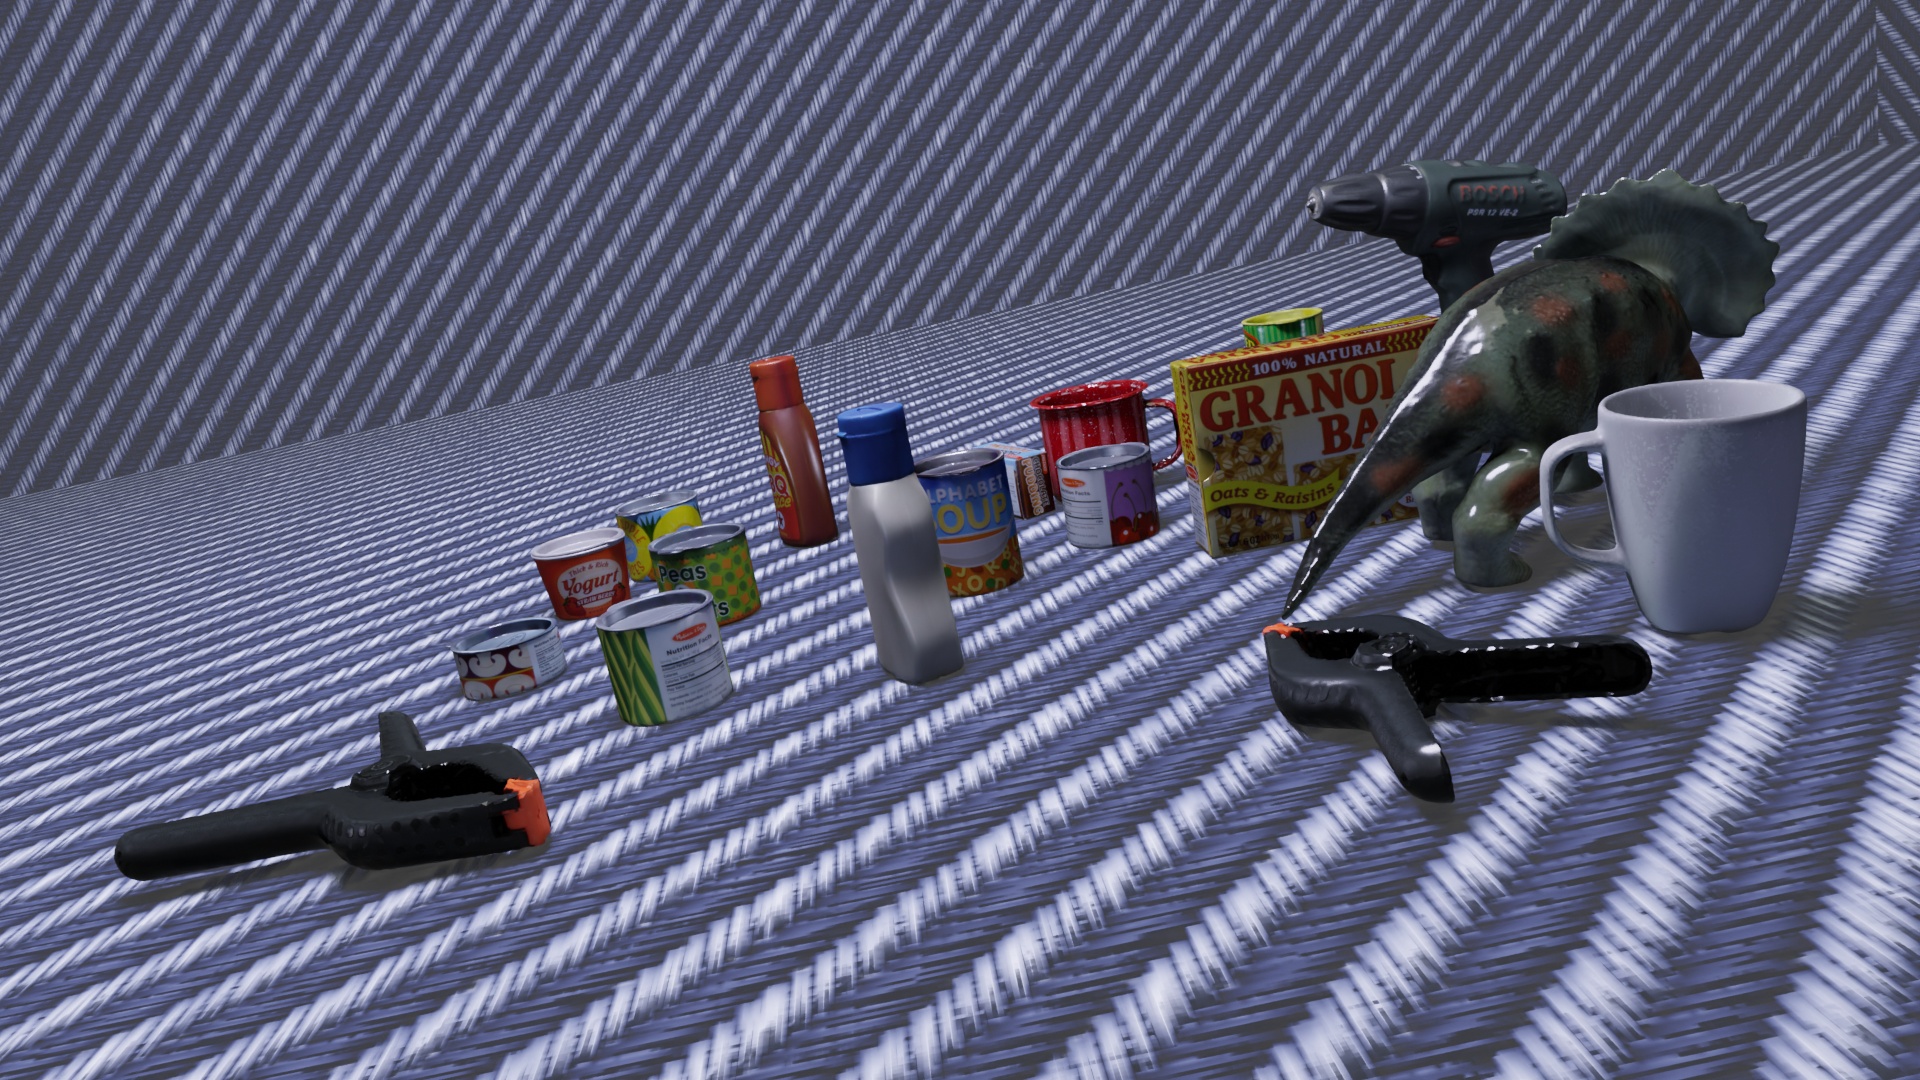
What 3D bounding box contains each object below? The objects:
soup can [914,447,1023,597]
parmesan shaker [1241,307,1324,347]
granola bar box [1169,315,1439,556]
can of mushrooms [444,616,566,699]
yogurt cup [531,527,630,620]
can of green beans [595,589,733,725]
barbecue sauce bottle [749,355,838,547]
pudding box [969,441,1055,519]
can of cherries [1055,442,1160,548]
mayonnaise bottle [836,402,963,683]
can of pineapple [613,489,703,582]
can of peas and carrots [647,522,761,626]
[{"bbox_3d":[0.003,-0.011,0.905,0.071,0.083,0.071,-10,14,3],"label":"soup can"},{"bbox_3d":[0.274,-0.137,1.159,0.071,0.102,0.071,-10,14,3],"label":"parmesan shaker"},{"bbox_3d":[0.225,-0.066,0.878,0.166,0.124,0.039,-11,14,-3],"label":"granola bar box"},{"bbox_3d":[-0.288,0.074,0.883,0.071,0.033,0.071,-10,14,3],"label":"can of mushrooms"},{"bbox_3d":[-0.276,0.025,1.024,0.072,0.053,0.072,-10,14,3],"label":"yogurt cup"},{"bbox_3d":[-0.166,0.065,0.782,0.071,0.057,0.071,-10,14,3],"label":"can of green beans"},{"bbox_3d":[-0.134,-0.071,1.105,0.044,0.148,0.065,-17,15,-23],"label":"barbecue sauce bottle"},{"bbox_3d":[0.038,-0.048,1.092,0.030,0.049,0.084,-17,15,-24],"label":"pudding box"},{"bbox_3d":[0.105,-0.032,0.964,0.071,0.058,0.071,-10,14,3],"label":"can of cherries"},{"bbox_3d":[-0.035,0.000,0.756,0.041,0.147,0.065,-16,15,-22],"label":"mayonnaise bottle"},{"bbox_3d":[-0.237,-0.003,1.099,0.071,0.057,0.071,-10,14,3],"label":"can of pineapple"},{"bbox_3d":[-0.174,0.025,0.941,0.071,0.058,0.071,-10,14,3],"label":"can of peas and carrots"}]
